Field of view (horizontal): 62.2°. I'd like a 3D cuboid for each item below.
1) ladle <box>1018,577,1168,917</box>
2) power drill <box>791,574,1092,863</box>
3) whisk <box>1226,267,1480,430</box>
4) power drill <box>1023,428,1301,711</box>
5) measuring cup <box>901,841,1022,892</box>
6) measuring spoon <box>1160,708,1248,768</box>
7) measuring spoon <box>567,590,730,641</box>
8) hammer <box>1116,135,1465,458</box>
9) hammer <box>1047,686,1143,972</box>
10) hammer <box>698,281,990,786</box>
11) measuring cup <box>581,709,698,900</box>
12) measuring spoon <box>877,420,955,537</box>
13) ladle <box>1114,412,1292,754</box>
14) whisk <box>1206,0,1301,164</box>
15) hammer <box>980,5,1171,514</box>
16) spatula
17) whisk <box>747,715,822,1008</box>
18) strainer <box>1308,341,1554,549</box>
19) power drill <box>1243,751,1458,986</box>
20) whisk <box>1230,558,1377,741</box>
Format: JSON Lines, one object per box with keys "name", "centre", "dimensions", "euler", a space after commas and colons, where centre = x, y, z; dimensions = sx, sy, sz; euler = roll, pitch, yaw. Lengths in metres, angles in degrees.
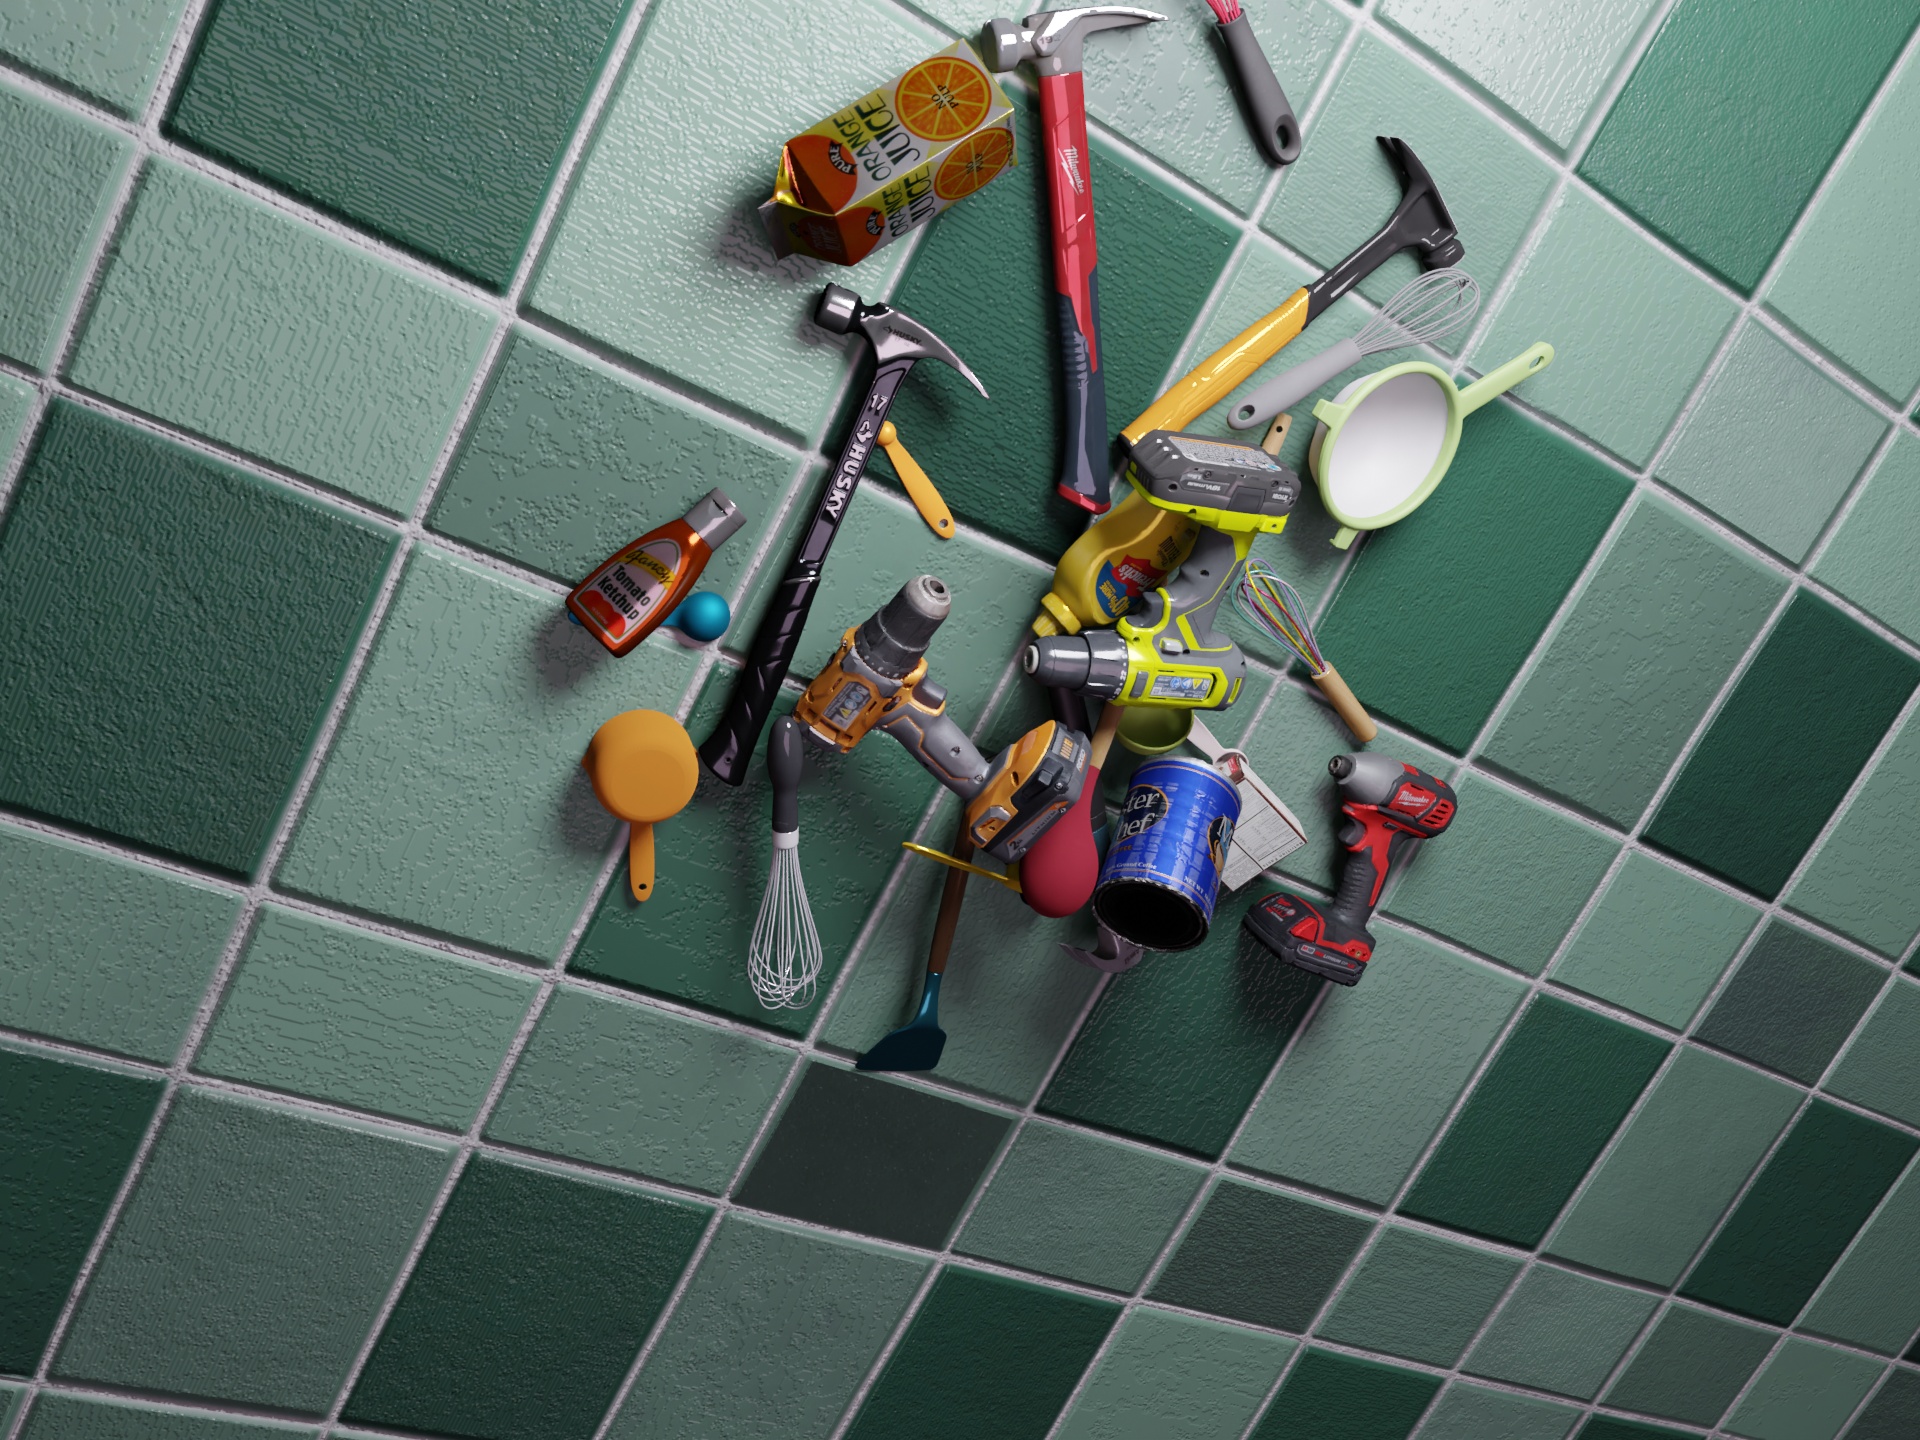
{"name": "ladle", "centre": [0.123, 0.017, 1.364], "dimensions": [0.031, 0.069, 0.315], "euler": [51, 58, -67]}
{"name": "power drill", "centre": [-0.002, -0.004, 1.287], "dimensions": [0.226, 0.084, 0.185], "euler": [34, 127, -9]}
{"name": "whisk", "centre": [0.326, -0.304, 1.318], "dimensions": [0.239, 0.055, 0.055], "euler": [-30, 119, 0]}
{"name": "power drill", "centre": [0.163, -0.112, 1.284], "dimensions": [0.190, 0.080, 0.228], "euler": [4, 121, -22]}
{"name": "measuring cup", "centre": [0.023, 0.120, 1.378], "dimensions": [0.156, 0.062, 0.029], "euler": [20, 72, -18]}
{"name": "measuring spoon", "centre": [0.221, 0.011, 1.470], "dimensions": [0.034, 0.018, 0.124], "euler": [-40, 113, 18]}
{"name": "measuring spoon", "centre": [-0.245, -0.080, 1.261], "dimensions": [0.128, 0.021, 0.042], "euler": [-1, 112, -18]}
{"name": "hammer", "centre": [0.264, -0.334, 1.324], "dimensions": [0.337, 0.034, 0.127], "euler": [-40, 120, 0]}
{"name": "hammer", "centre": [0.118, 0.081, 1.429], "dimensions": [0.128, 0.033, 0.330], "euler": [-33, 120, -38]}
{"name": "hammer", "centre": [-0.114, -0.130, 1.272], "dimensions": [0.149, 0.036, 0.409], "euler": [20, 106, -16]}
{"name": "measuring cup", "centre": [-0.259, 0.080, 1.307], "dimensions": [0.095, 0.052, 0.173], "euler": [-3, 111, -18]}
{"name": "measuring spoon", "centre": [-0.036, -0.193, 1.292], "dimensions": [0.021, 0.011, 0.116], "euler": [-36, 119, -2]}
{"name": "ladle", "centre": [0.217, -0.118, 1.389], "dimensions": [0.078, 0.062, 0.320], "euler": [24, 101, 4]}
{"name": "whisk", "centre": [0.195, -0.548, 1.200], "dimensions": [0.073, 0.073, 0.295], "euler": [-37, 125, -1]}
{"name": "hammer", "centre": [0.106, -0.354, 1.259], "dimensions": [0.143, 0.038, 0.386], "euler": [-14, 116, -15]}
{"name": "spatula", "centre": [-0.022, 0.197, 1.439], "dimensions": [0.082, 0.044, 0.317], "euler": [5, 112, -21]}
{"name": "whisk", "centre": [-0.148, 0.126, 1.349], "dimensions": [0.070, 0.070, 0.284], "euler": [-5, 117, -17]}
{"name": "strainer", "centre": [0.396, -0.271, 1.379], "dimensions": [0.256, 0.069, 0.151], "euler": [-31, 131, -12]}
{"name": "power drill", "centre": [0.375, 0.136, 1.542], "dimensions": [0.143, 0.079, 0.219], "euler": [23, 100, -27]}
{"name": "whisk", "centre": [0.319, -0.057, 1.458], "dimensions": [0.051, 0.047, 0.244], "euler": [-43, 122, 1]}
